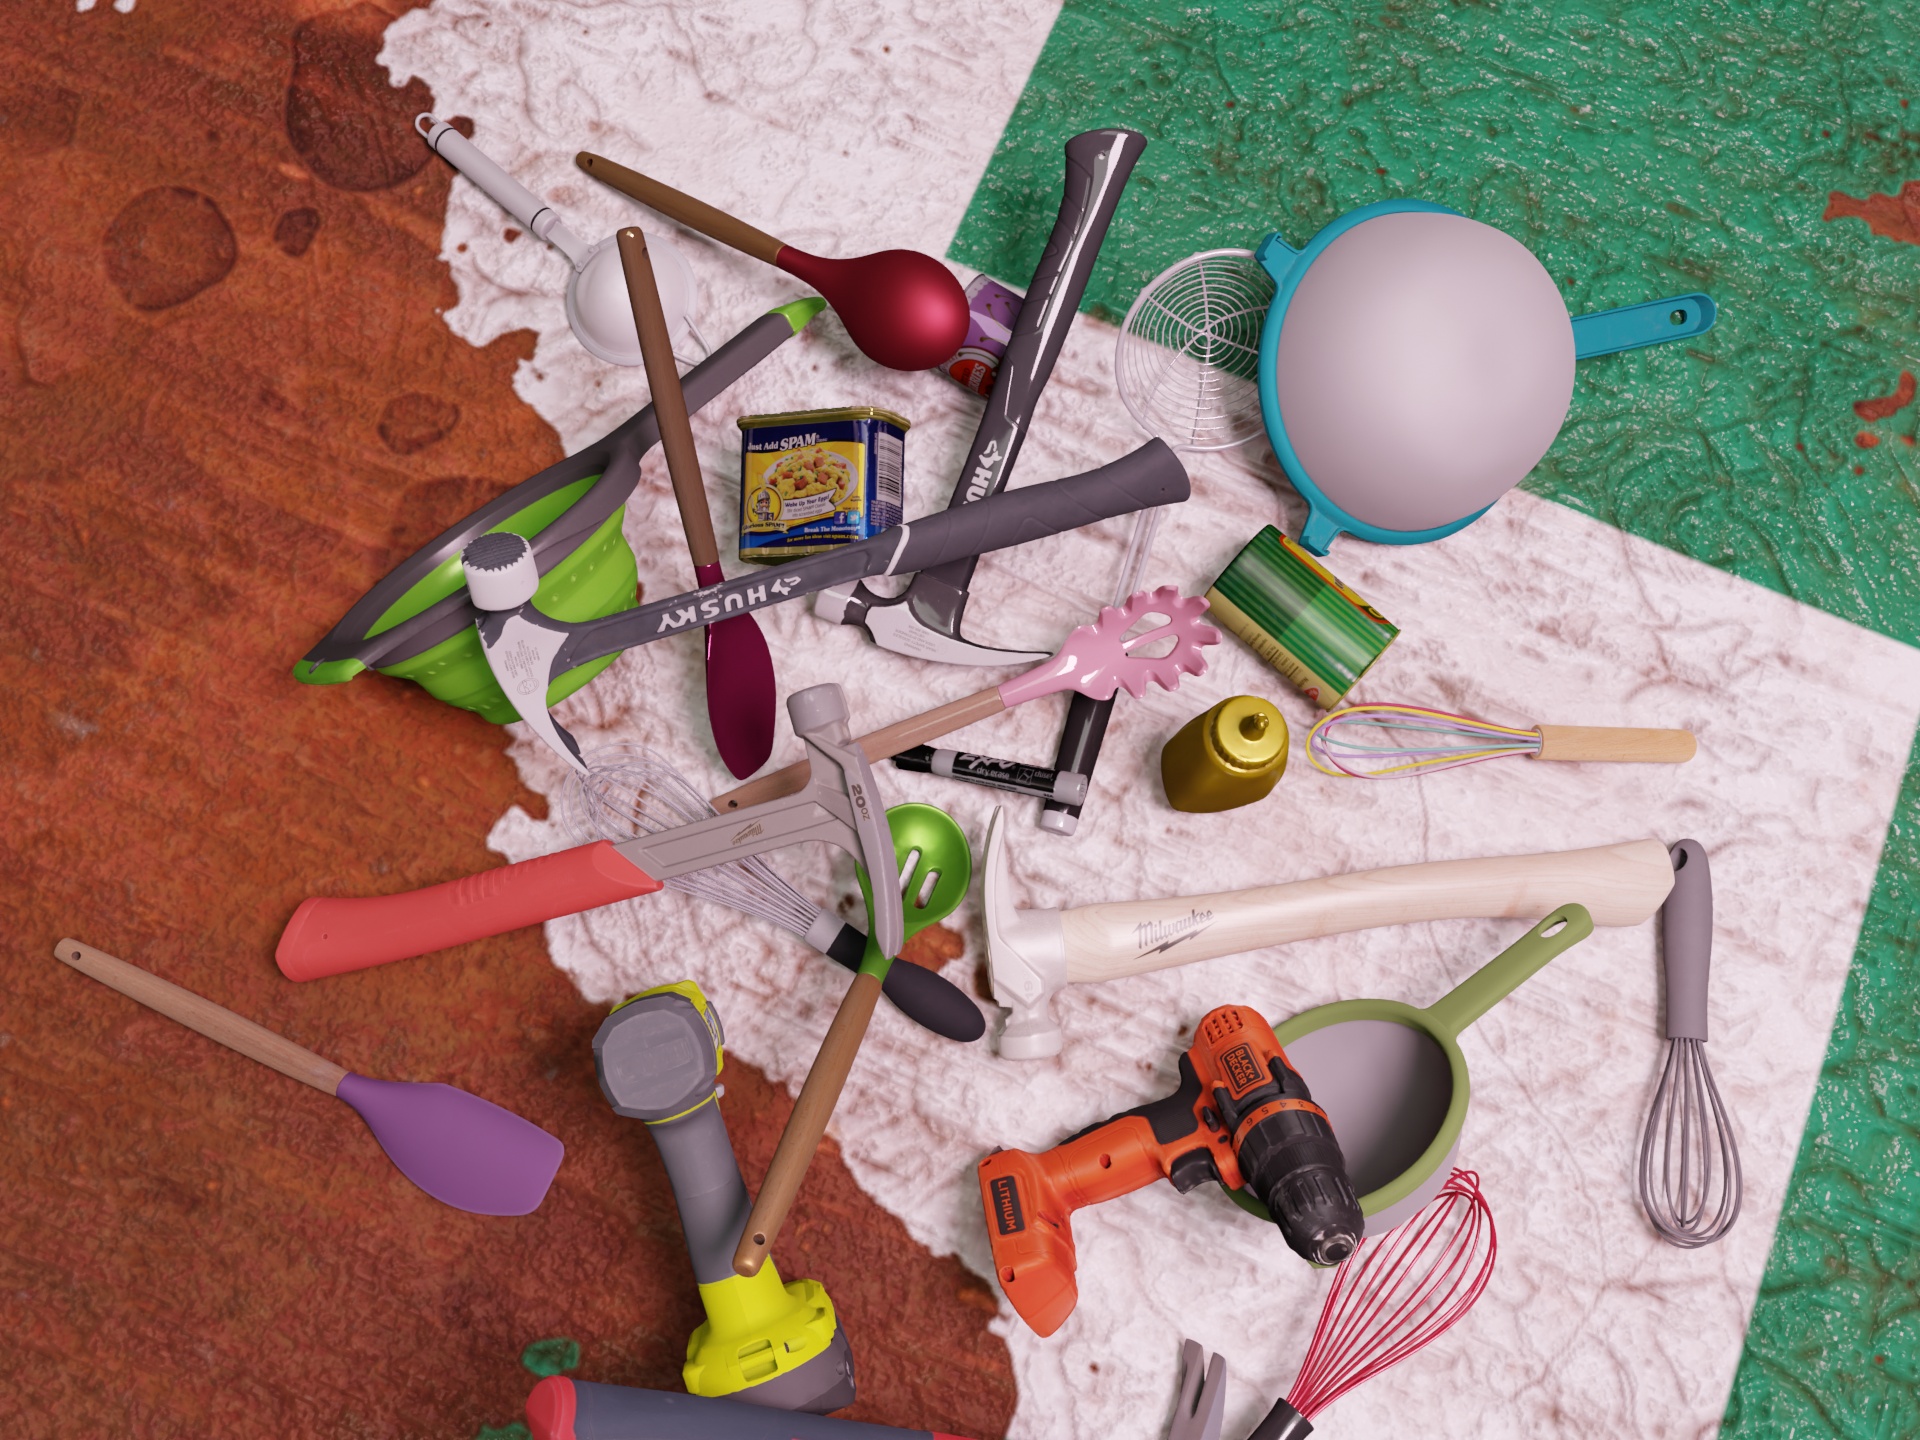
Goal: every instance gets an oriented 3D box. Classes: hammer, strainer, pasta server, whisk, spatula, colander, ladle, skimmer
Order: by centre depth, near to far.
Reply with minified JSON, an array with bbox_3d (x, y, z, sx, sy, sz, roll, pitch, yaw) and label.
[{"bbox_3d":[-0.023,0.347,0.772,0.386,0.038,0.143,26,78,-31],"label":"hammer"},{"bbox_3d":[0.193,0.358,0.856,0.073,0.073,0.296,43,73,7],"label":"whisk"},{"bbox_3d":[-0.055,-0.083,0.874,0.409,0.149,0.036,-18,45,-17],"label":"hammer"},{"bbox_3d":[-0.211,0.097,0.876,0.359,0.036,0.149,-16,85,12],"label":"hammer"},{"bbox_3d":[0.258,0.200,0.883,0.256,0.152,0.069,-36,116,-7],"label":"strainer"},{"bbox_3d":[-0.376,0.199,0.908,0.316,0.018,0.060,26,78,3],"label":"spatula"},{"bbox_3d":[-0.105,0.104,0.923,0.284,0.070,0.070,33,78,0],"label":"whisk"},{"bbox_3d":[0.426,0.185,0.929,0.055,0.055,0.239,8,73,0],"label":"whisk"},{"bbox_3d":[-0.001,-0.003,0.931,0.316,0.040,0.060,-21,96,5],"label":"pasta server"},{"bbox_3d":[0.216,0.100,0.936,0.410,0.038,0.146,-7,88,-6],"label":"hammer"},{"bbox_3d":[-0.201,-0.117,0.950,0.397,0.204,0.094,-46,117,-27],"label":"colander"},{"bbox_3d":[0.037,-0.191,0.952,0.146,0.035,0.335,22,97,6],"label":"hammer"},{"bbox_3d":[0.120,-0.106,0.961,0.127,0.090,0.363,21,77,-17],"label":"skimmer"},{"bbox_3d":[0.350,-0.226,0.969,0.340,0.095,0.211,-14,101,-17],"label":"strainer"},{"bbox_3d":[0.329,0.015,0.972,0.245,0.051,0.047,1,98,-6],"label":"whisk"},{"bbox_3d":[-0.127,-0.298,0.987,0.316,0.031,0.069,31,105,24],"label":"ladle"},{"bbox_3d":[-0.263,-0.314,1.024,0.258,0.050,0.087,41,93,10],"label":"strainer"}]

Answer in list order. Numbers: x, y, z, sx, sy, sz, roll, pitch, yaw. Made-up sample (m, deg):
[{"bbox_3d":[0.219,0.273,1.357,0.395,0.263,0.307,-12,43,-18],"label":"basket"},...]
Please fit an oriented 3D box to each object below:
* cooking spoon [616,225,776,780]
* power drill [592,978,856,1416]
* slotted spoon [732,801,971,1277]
[{"bbox_3d":[-0.148,-0.113,0.892,0.017,0.069,0.318,4,117,27],"label":"cooking spoon"},{"bbox_3d":[-0.129,0.248,0.839,0.080,0.171,0.223,-19,87,-8],"label":"power drill"},{"bbox_3d":[-0.059,0.157,0.846,0.070,0.031,0.314,27,41,-3],"label":"slotted spoon"}]
